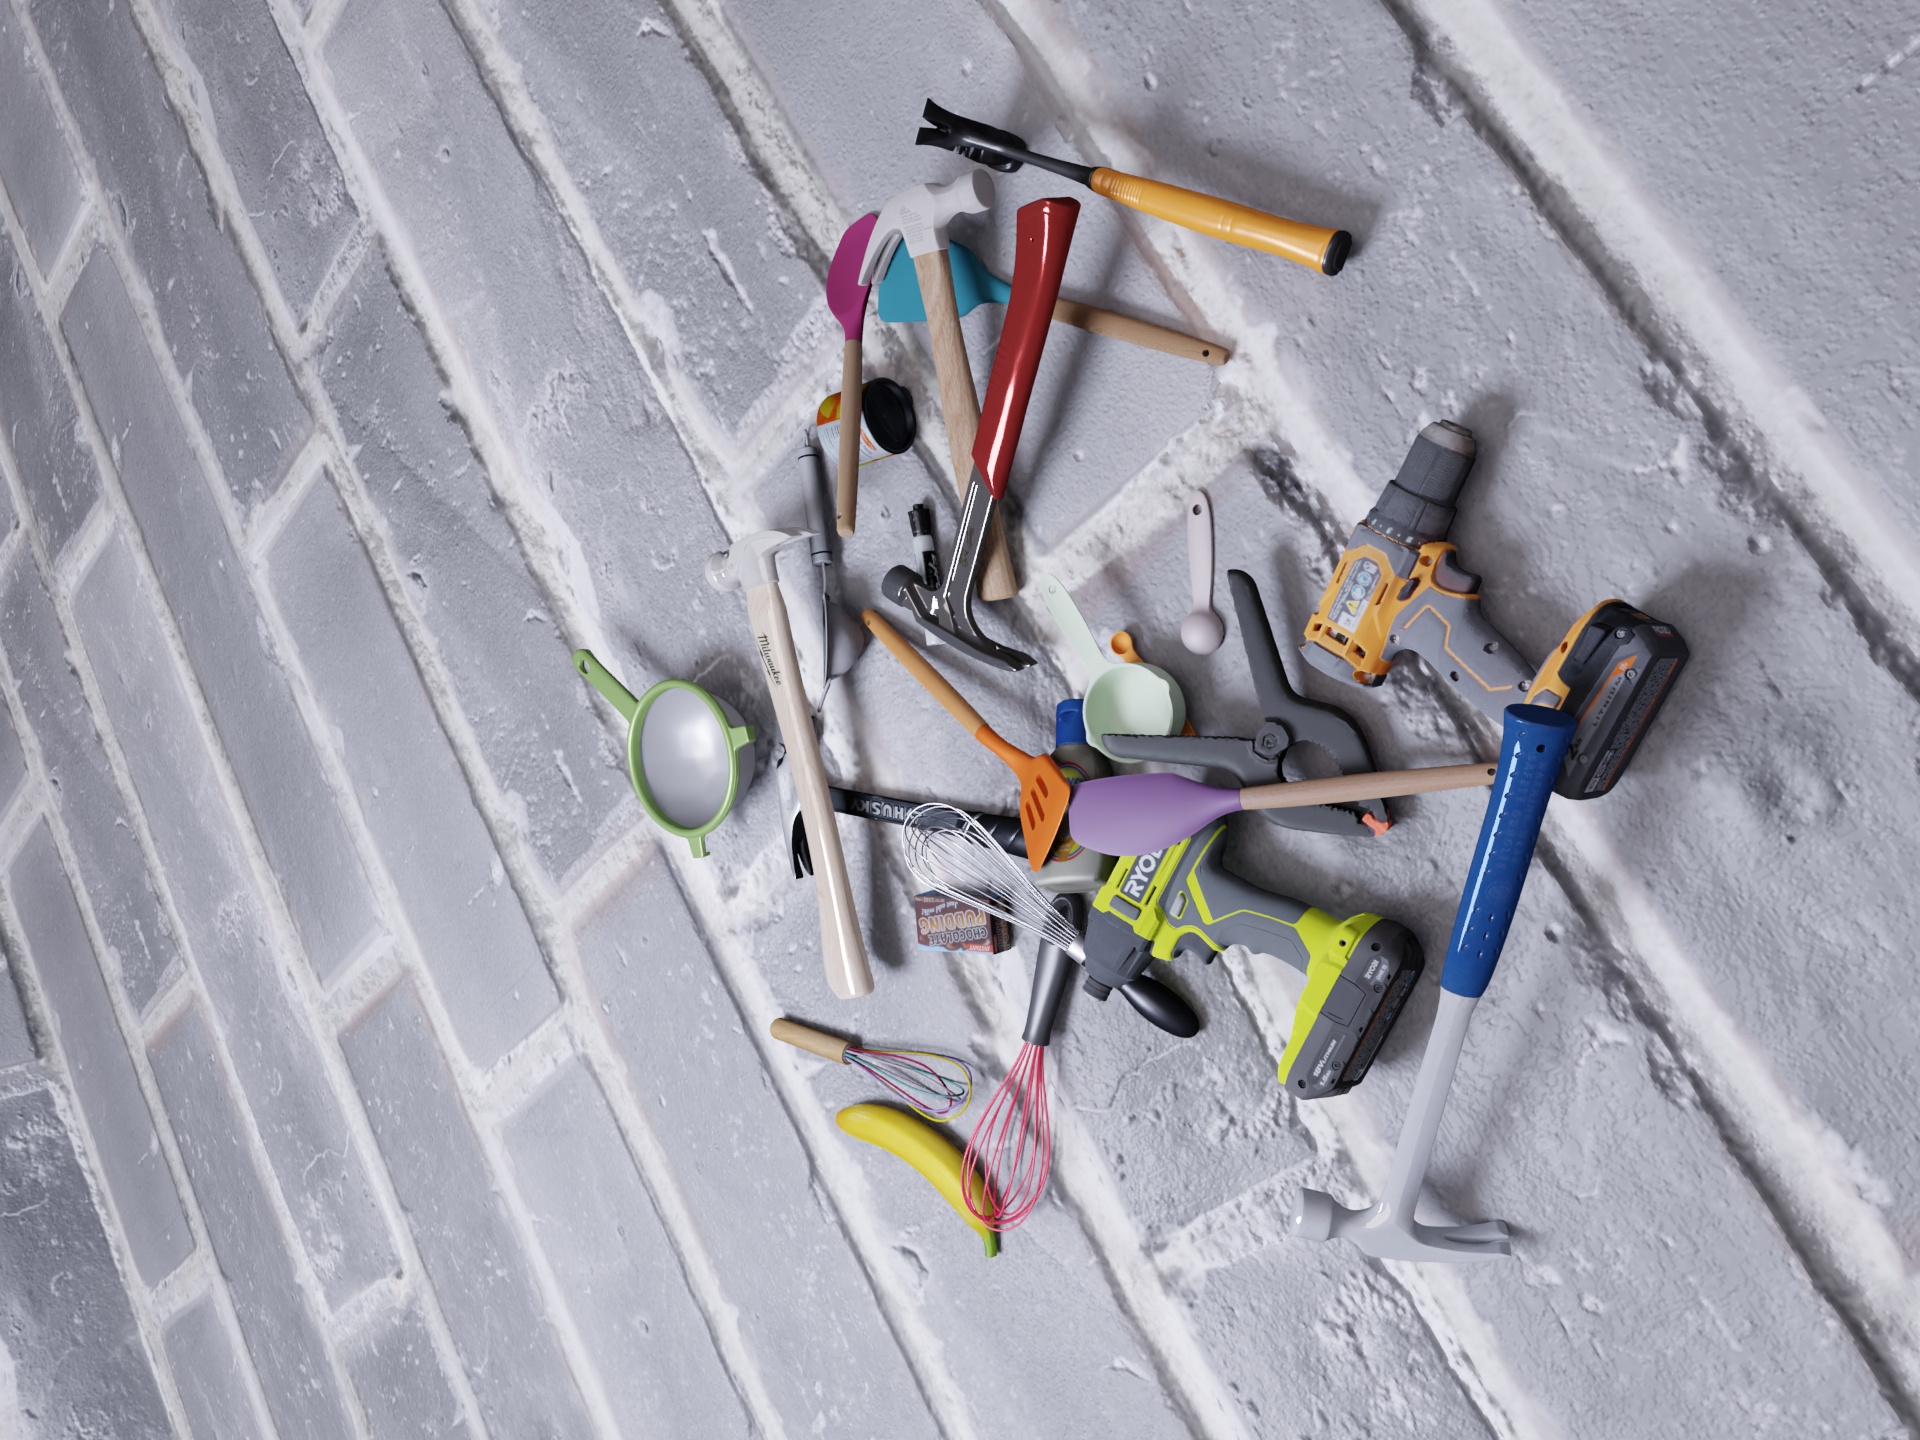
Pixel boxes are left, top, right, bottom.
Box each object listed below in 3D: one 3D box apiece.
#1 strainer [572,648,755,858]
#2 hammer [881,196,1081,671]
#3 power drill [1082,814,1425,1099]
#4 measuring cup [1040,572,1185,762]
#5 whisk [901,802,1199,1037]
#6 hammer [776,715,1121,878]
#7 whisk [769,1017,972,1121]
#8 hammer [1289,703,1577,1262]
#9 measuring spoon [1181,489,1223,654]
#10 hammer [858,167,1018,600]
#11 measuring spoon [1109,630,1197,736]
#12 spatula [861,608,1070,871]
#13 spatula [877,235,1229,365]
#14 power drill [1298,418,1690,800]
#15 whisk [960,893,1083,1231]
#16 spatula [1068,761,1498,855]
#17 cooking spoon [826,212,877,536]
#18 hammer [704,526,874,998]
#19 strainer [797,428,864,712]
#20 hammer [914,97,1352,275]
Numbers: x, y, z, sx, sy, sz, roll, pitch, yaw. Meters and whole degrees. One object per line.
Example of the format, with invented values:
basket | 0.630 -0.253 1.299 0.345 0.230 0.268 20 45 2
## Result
strainer | -0.279 0.003 1.535 0.257 0.069 0.151 40 119 30
hammer | 0.036 -0.217 1.217 0.149 0.036 0.358 32 123 26
power drill | 0.200 0.168 1.144 0.223 0.080 0.171 30 97 30
measuring cup | 0.113 -0.045 1.224 0.083 0.038 0.168 -39 72 30
whisk | 0.070 0.159 1.254 0.285 0.070 0.070 35 116 13
hammer | -0.004 0.092 1.348 0.409 0.036 0.149 9 101 37
whisk | -0.086 0.308 1.428 0.245 0.051 0.047 9 105 41
hammer | 0.324 0.182 1.017 0.144 0.035 0.405 11 113 6
measuring spoon | 0.177 -0.111 1.194 0.034 0.018 0.124 0 93 39
hammer | -0.003 -0.260 1.280 0.130 0.031 0.331 -4 102 38
measuring spoon | 0.152 -0.021 1.230 0.021 0.011 0.117 -41 73 30
spatula | -0.002 -0.004 1.298 0.323 0.041 0.081 46 127 39
spatula | 0.068 -0.321 1.245 0.318 0.044 0.082 25 117 33
power drill | 0.346 -0.074 1.029 0.226 0.084 0.185 37 115 35
whisk | 0.056 0.281 1.306 0.073 0.073 0.296 18 99 36
spatula | 0.222 0.055 1.110 0.316 0.018 0.060 -8 78 25
cooking spoon | -0.090 -0.291 1.319 0.069 0.017 0.319 -22 56 39
hammer | -0.129 0.038 1.379 0.146 0.038 0.410 -13 90 52
strainer | -0.120 -0.136 1.414 0.087 0.050 0.258 127 135 -79
hammer | 0.126 -0.387 1.159 0.337 0.127 0.034 28 110 27
